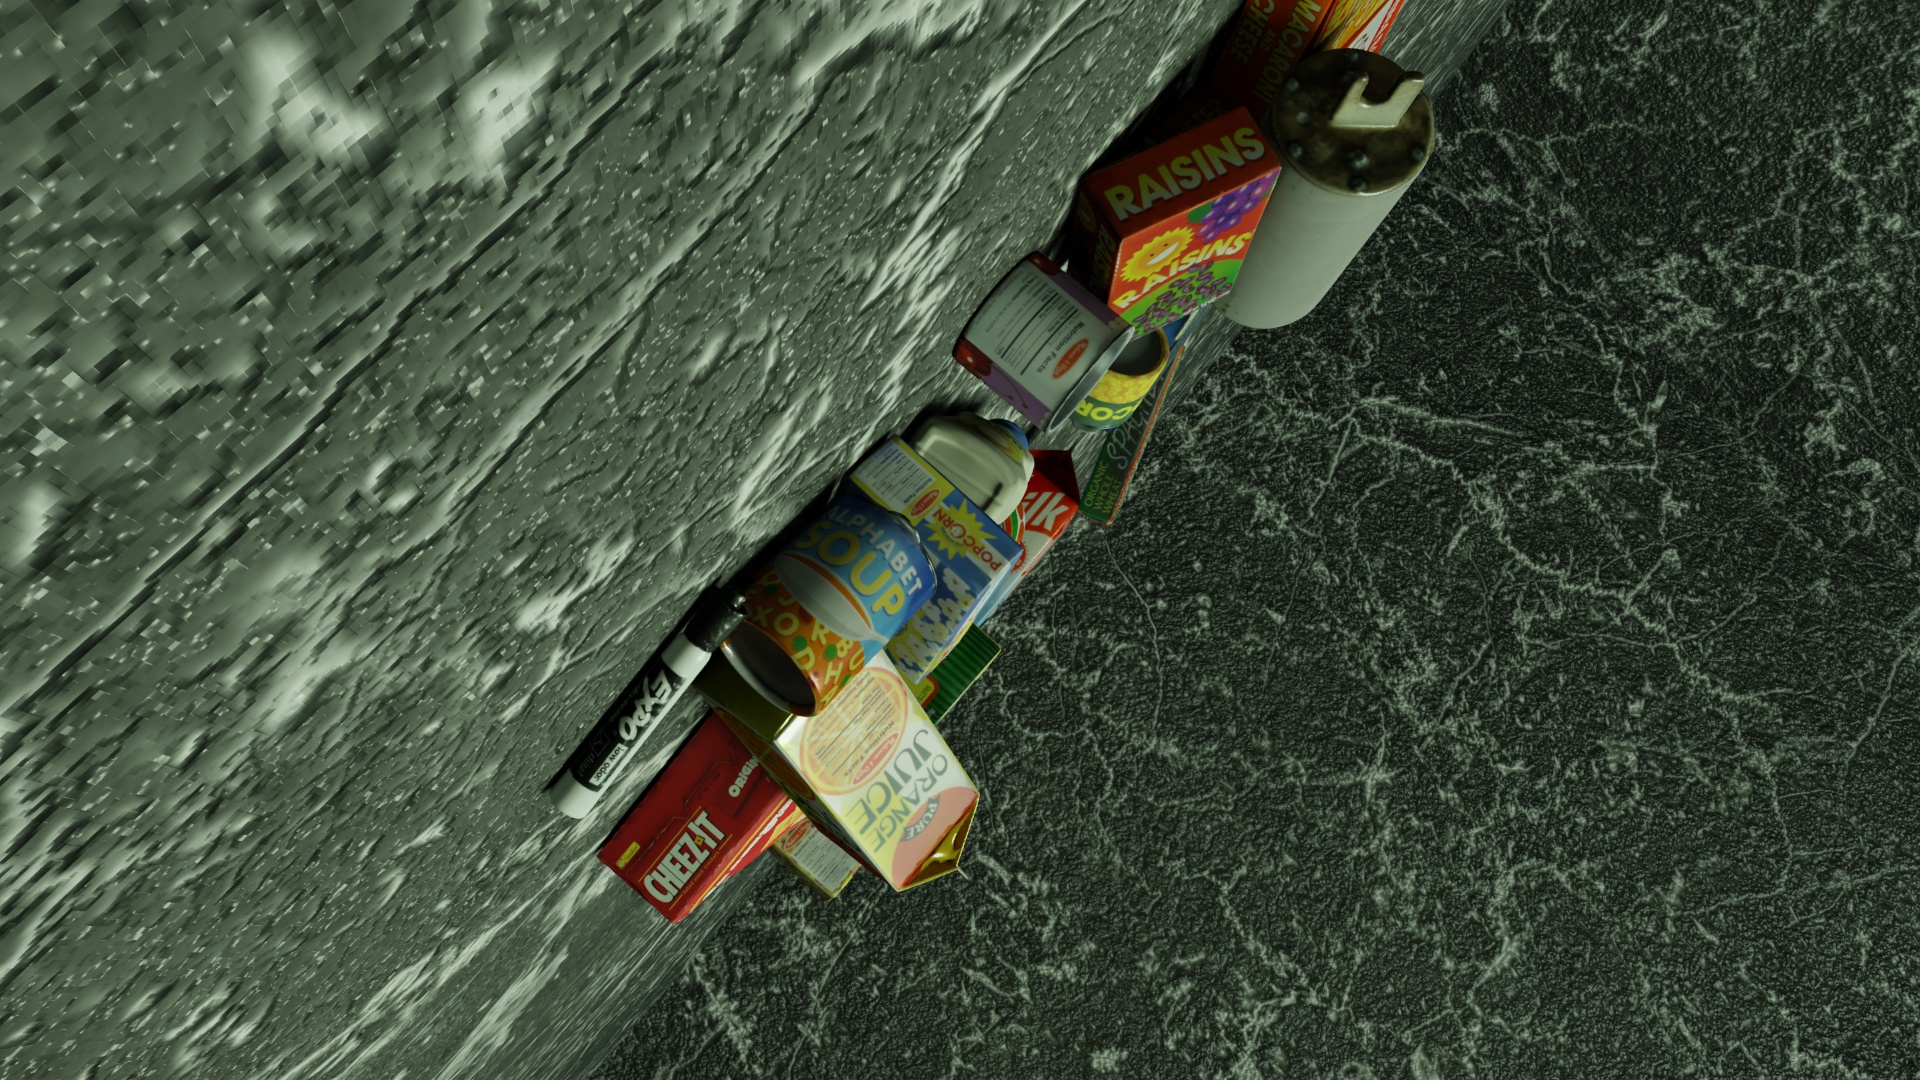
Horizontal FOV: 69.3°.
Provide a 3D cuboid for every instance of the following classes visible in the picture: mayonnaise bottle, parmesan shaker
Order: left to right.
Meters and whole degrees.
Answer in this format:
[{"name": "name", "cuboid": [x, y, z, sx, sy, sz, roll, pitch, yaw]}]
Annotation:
[{"name": "parmesan shaker", "cuboid": [-0.034, 0.055, 0.835, 0.071, 0.103, 0.071, -49, 174, -7]}, {"name": "mayonnaise bottle", "cuboid": [0.011, -0.044, 0.758, 0.041, 0.065, 0.148, -55, 178, 13]}]

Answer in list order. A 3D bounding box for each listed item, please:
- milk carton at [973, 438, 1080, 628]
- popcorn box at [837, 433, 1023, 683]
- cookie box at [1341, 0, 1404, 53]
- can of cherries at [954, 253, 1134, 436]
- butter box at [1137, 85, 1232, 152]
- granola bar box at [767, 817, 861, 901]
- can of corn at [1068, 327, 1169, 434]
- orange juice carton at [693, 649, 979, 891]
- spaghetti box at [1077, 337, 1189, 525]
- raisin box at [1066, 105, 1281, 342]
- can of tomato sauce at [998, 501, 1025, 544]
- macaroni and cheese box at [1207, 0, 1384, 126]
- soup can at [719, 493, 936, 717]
[{"name": "milk carton", "cuboid": [0.033, -0.004, 1.130, 0.191, 0.073, 0.072, -49, 174, -12]}, {"name": "popcorn box", "cuboid": [-0.027, 0.013, 0.699, 0.038, 0.085, 0.126, -45, 174, -29]}, {"name": "cookie box", "cuboid": [0.187, -0.260, 0.807, 0.167, 0.040, 0.123, -49, 174, -1]}, {"name": "can of cherries", "cuboid": [0.039, -0.092, 0.659, 0.071, 0.058, 0.071, -50, 174, -7]}, {"name": "butter box", "cuboid": [0.100, -0.181, 0.716, 0.053, 0.024, 0.103, -45, 173, -29]}, {"name": "granola bar box", "cuboid": [-0.141, 0.243, 1.147, 0.039, 0.124, 0.165, -48, 174, -16]}, {"name": "can of corn", "cuboid": [0.094, -0.113, 0.903, 0.071, 0.071, 0.058, -46, 173, -32]}, {"name": "orange juice carton", "cuboid": [-0.054, 0.119, 0.744, 0.073, 0.072, 0.192, -47, 135, -19]}, {"name": "spaghetti box", "cuboid": [0.151, -0.130, 1.080, 0.050, 0.029, 0.249, -18, 130, -78]}, {"name": "raisin box", "cuboid": [0.098, -0.146, 0.672, 0.086, 0.040, 0.123, -26, 165, -8]}, {"name": "can of tomato sauce", "cuboid": [0.003, -0.011, 0.897, 0.071, 0.071, 0.083, -51, 175, 13]}, {"name": "macaroni and cheese box", "cuboid": [0.198, -0.291, 0.668, 0.167, 0.040, 0.123, -48, 174, -15]}, {"name": "soup can", "cuboid": [-0.061, 0.028, 0.632, 0.084, 0.071, 0.071, -46, 173, -30]}]
